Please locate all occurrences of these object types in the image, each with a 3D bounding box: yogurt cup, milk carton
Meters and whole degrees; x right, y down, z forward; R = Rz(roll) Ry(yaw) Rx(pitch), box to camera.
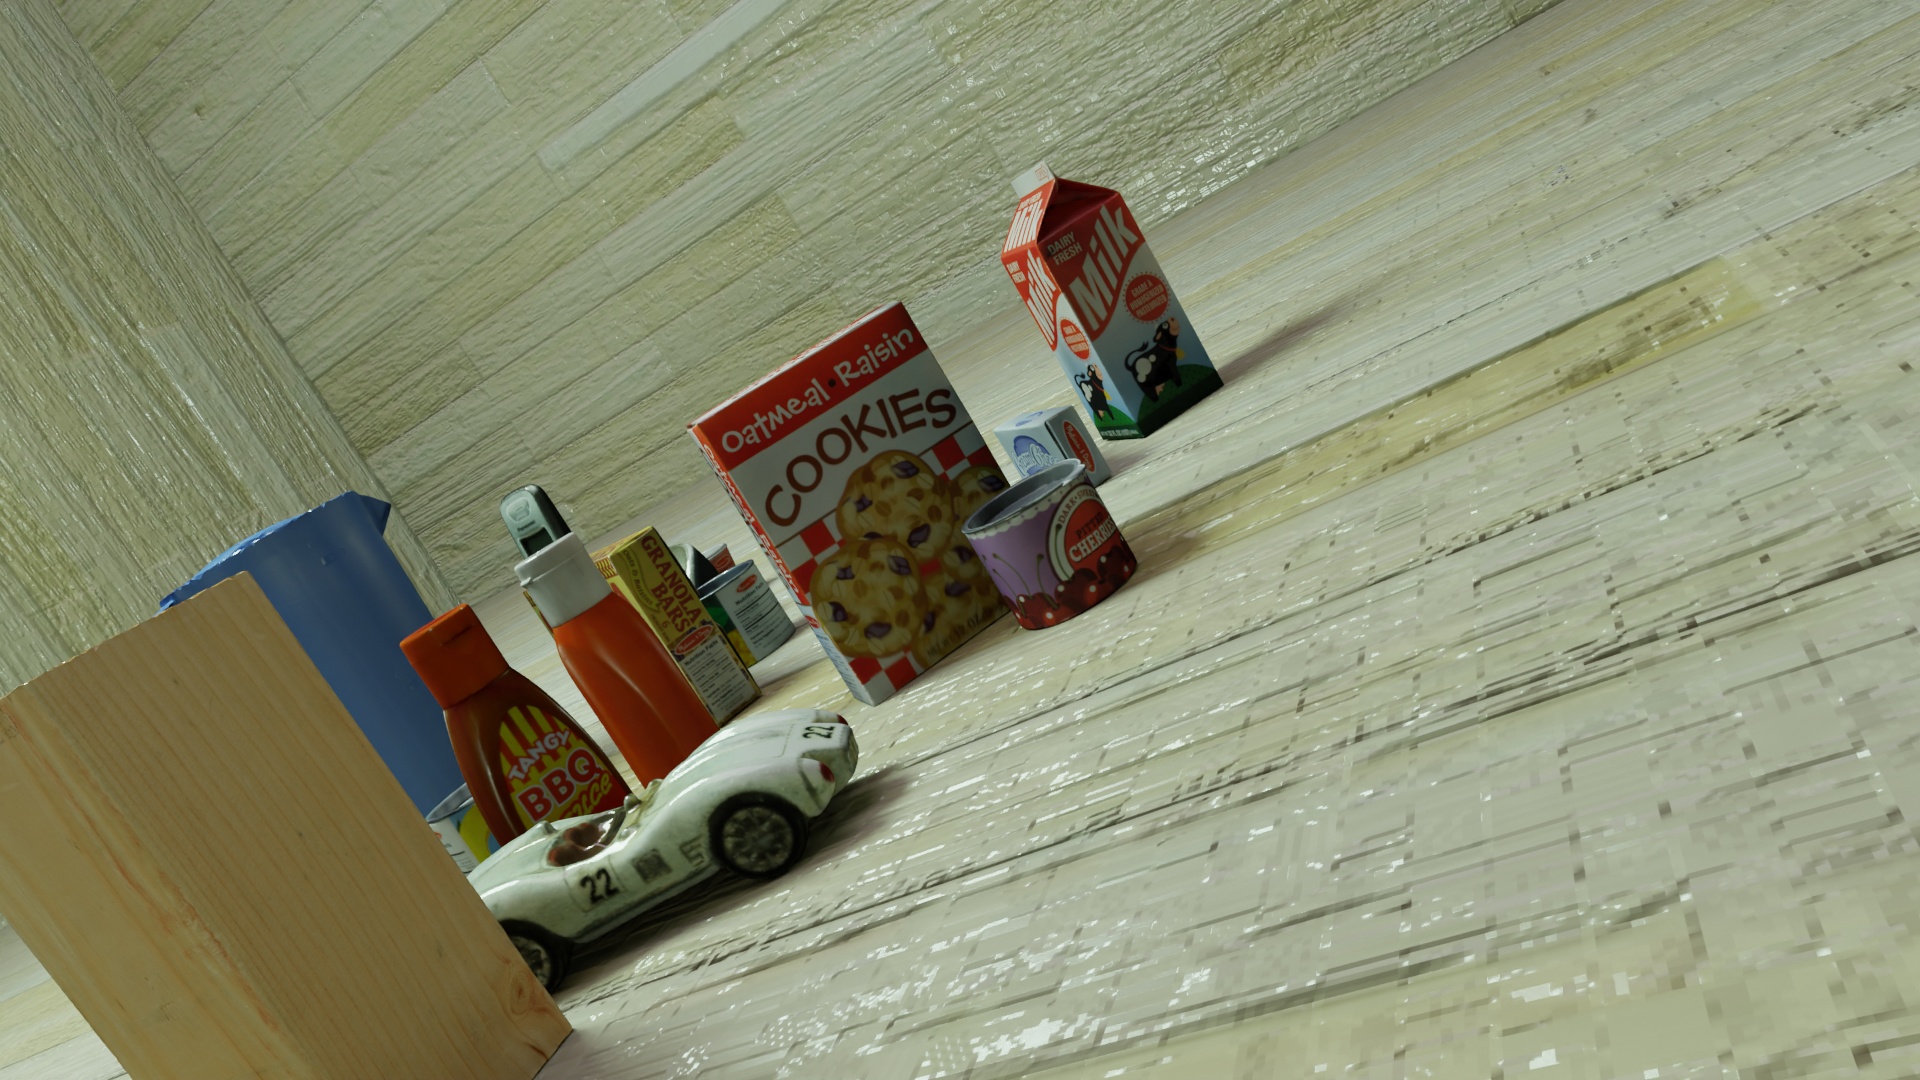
[{"bbox_3d":[-0.221,0.041,1.216,0.072,0.054,0.072,-30,11,6],"label":"yogurt cup"},{"bbox_3d":[0.093,-0.168,0.948,0.073,0.190,0.072,-34,11,-14],"label":"milk carton"}]

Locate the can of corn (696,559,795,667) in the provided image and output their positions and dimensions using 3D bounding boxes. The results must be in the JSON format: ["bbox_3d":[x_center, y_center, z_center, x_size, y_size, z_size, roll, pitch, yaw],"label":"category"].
[{"bbox_3d":[-0.160,0.056,0.974,0.071,0.058,0.071,-30,11,6],"label":"can of corn"}]

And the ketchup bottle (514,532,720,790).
[{"bbox_3d":[-0.180,0.067,0.736,0.064,0.148,0.044,-20,15,47],"label":"ketchup bottle"}]

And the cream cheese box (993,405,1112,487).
[{"bbox_3d":[0.059,-0.058,0.914,0.024,0.053,0.104,-34,11,-14],"label":"cream cheese box"}]

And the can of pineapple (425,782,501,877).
[{"bbox_3d":[-0.245,0.155,0.757,0.071,0.057,0.071,-30,11,6],"label":"can of pineapple"}]

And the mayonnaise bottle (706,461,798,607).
[{"bbox_3d":[-0.104,-0.004,0.852,0.041,0.148,0.064,-34,11,-16],"label":"mayonnaise bottle"}]

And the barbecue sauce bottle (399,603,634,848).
[{"bbox_3d":[-0.213,0.101,0.671,0.043,0.148,0.065,-19,16,48],"label":"barbecue sauce bottle"}]

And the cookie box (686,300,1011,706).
[{"bbox_3d":[-0.043,-0.020,0.711,0.123,0.167,0.040,-34,11,-17],"label":"cookie box"}]

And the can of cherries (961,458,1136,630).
[{"bbox_3d":[0.045,0.001,0.669,0.071,0.058,0.071,-30,11,6],"label":"can of cherries"}]

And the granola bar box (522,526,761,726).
[{"bbox_3d":[-0.208,0.064,0.893,0.039,0.124,0.165,-38,13,-34],"label":"granola bar box"}]
